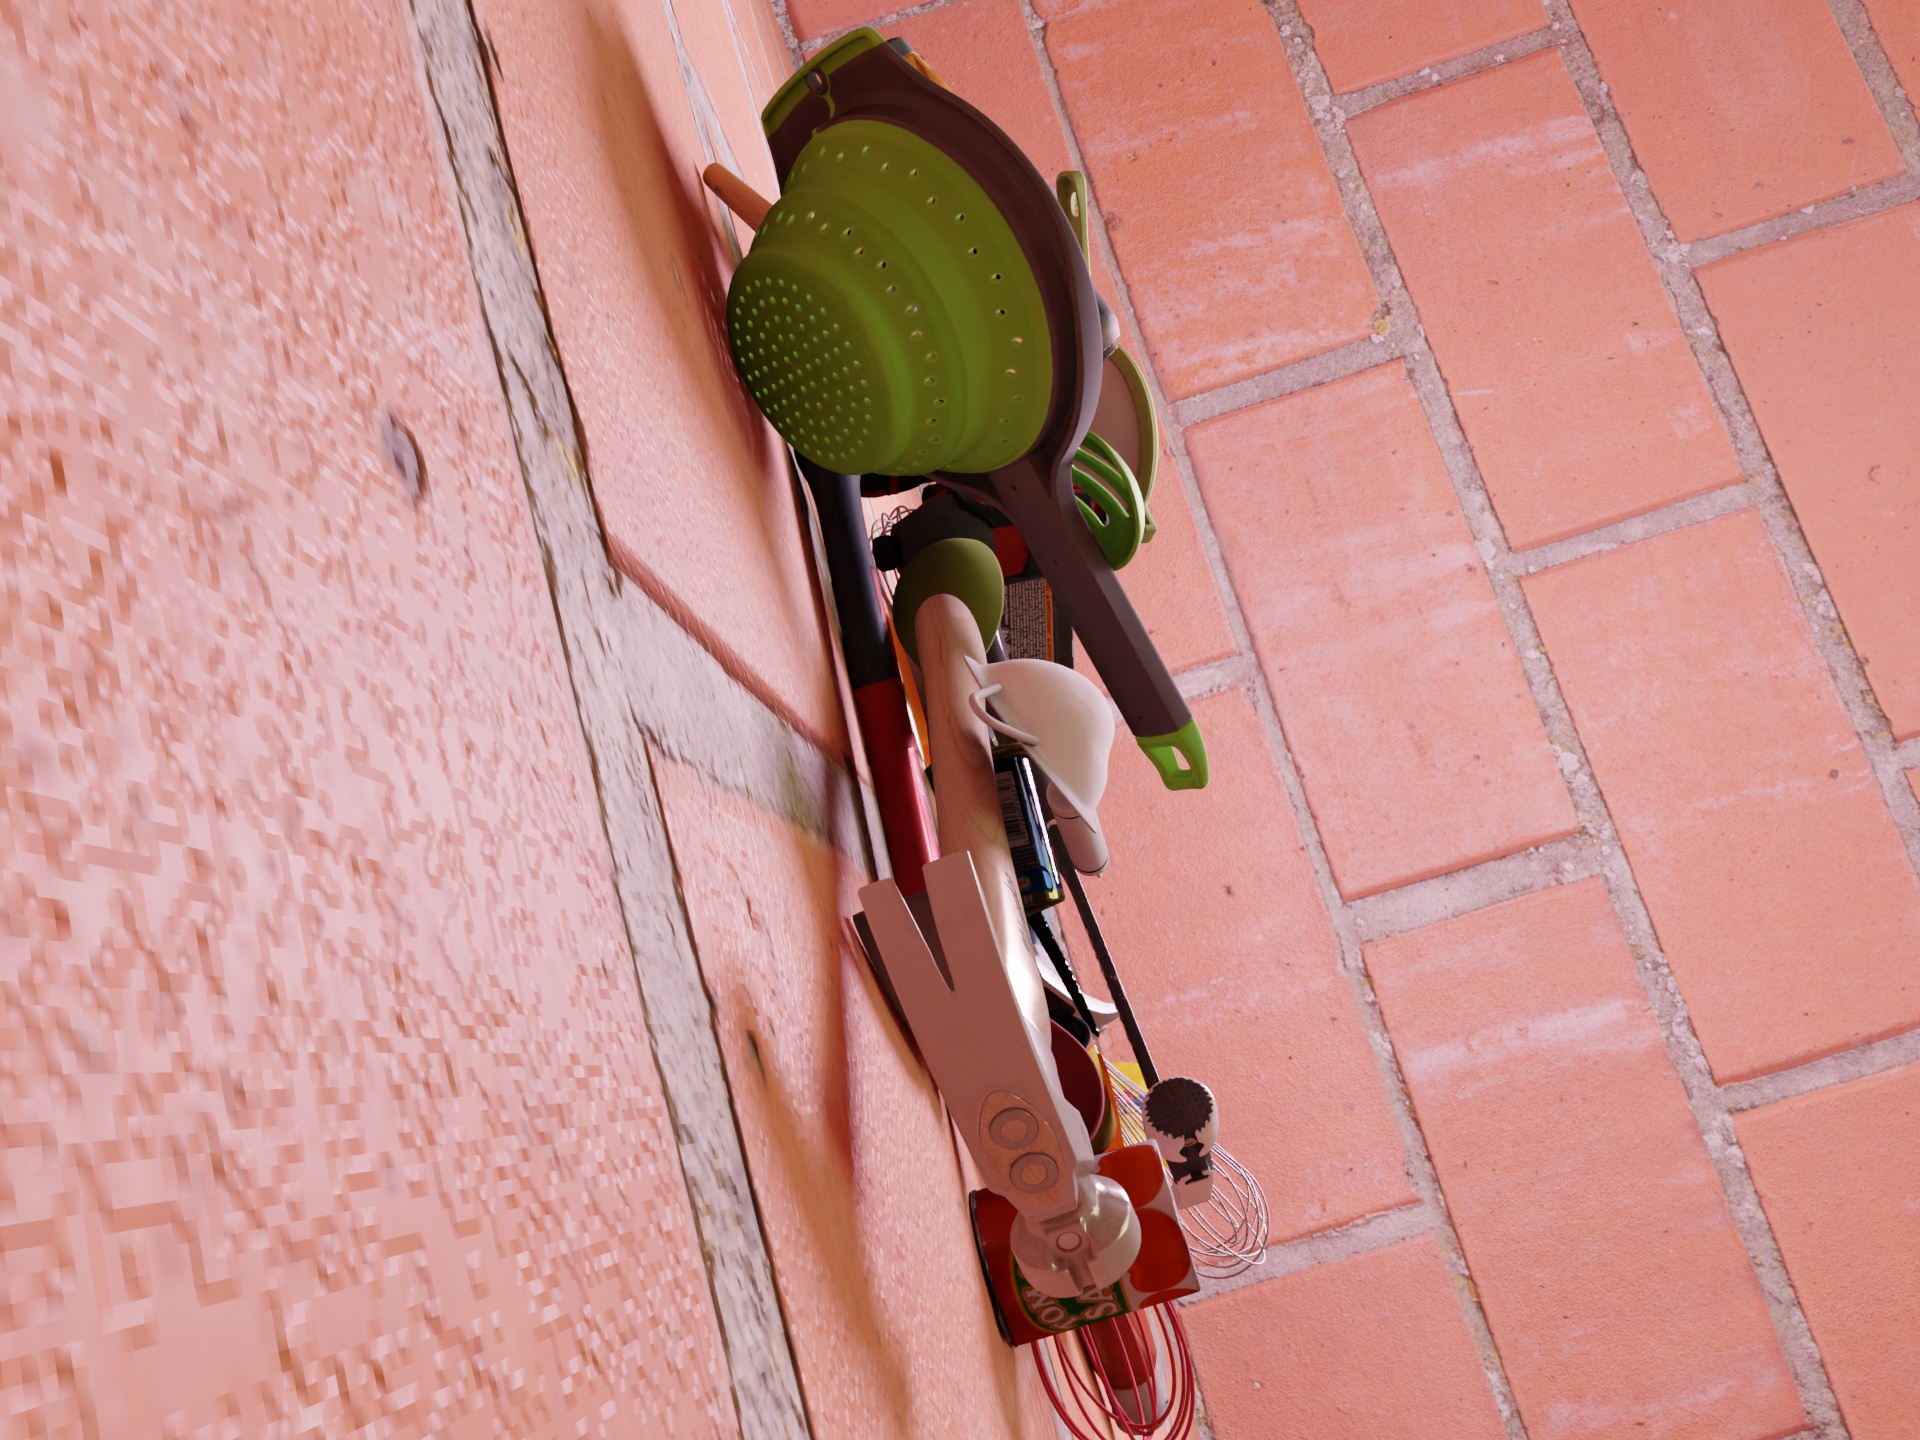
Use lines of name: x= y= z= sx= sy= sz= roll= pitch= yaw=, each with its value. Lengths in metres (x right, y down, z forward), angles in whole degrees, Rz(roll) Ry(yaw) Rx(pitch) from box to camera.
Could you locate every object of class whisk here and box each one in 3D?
whisk: x=0.035 y=0.204 z=0.754 sx=0.073 sy=0.073 sz=0.296 roll=64 pitch=5 yaw=-74
whisk: x=0.092 y=0.231 z=1.001 sx=0.285 sy=0.070 sz=0.070 roll=46 pitch=-14 yaw=36
whisk: x=-0.032 y=-0.064 z=1.162 sx=0.055 sy=0.055 sz=0.239 roll=69 pitch=8 yaw=-56

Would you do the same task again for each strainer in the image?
strainer: x=0.047 y=0.027 z=0.685 sx=0.087 sy=0.050 sz=0.258 roll=55 pitch=-4 yaw=23
strainer: x=0.062 y=-0.242 z=1.089 sx=0.152 sy=0.069 sz=0.256 roll=16 pitch=-67 yaw=56

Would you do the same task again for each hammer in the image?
hammer: x=0.000 y=0.025 z=0.622 sx=0.411 sy=0.038 sz=0.146 roll=-99 pitch=168 yaw=-66
hammer: x=-0.043 y=-0.023 z=0.750 sx=0.143 sy=0.038 sz=0.387 roll=67 pitch=6 yaw=-50
hammer: x=0.045 y=0.114 z=1.077 sx=0.128 sy=0.033 sz=0.331 roll=41 pitch=12 yaw=-13
hammer: x=0.066 y=0.090 z=0.923 sx=0.149 sy=0.036 sz=0.409 roll=75 pitch=-4 yaw=-51

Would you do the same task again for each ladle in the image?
ladle: x=-0.002 y=-0.003 z=0.991 sx=0.320 sy=0.062 sz=0.078 roll=85 pitch=-8 yaw=-61
ladle: x=-0.009 y=0.072 z=0.768 sx=0.031 sy=0.069 sz=0.316 roll=98 pitch=-25 yaw=-53

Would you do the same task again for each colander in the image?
colander: x=-0.001 y=-0.113 z=0.756 sx=0.204 sy=0.094 sz=0.397 roll=-9 pitch=-64 yaw=56

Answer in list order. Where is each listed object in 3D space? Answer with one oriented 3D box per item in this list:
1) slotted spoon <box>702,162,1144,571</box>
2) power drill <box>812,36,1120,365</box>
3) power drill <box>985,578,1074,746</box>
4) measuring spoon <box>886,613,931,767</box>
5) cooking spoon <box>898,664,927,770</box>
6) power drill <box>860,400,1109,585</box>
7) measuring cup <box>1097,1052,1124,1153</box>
slotted spoon: x=-0.020 y=-0.191 z=0.819 sx=0.314 sy=0.031 sz=0.070 roll=42 pitch=-37 yaw=11
power drill: x=-0.015 y=-0.236 z=0.864 sx=0.185 sy=0.084 sz=0.226 roll=48 pitch=-20 yaw=-6
power drill: x=0.021 y=-0.067 z=1.196 sx=0.228 sy=0.080 sz=0.190 roll=142 pitch=-52 yaw=-78
measuring spoon: x=-0.040 y=-0.022 z=1.085 sx=0.021 sy=0.011 sz=0.117 roll=-17 pitch=87 yaw=-56
cooking spoon: x=-0.056 y=-0.068 z=0.955 sx=0.068 sy=0.017 sz=0.319 roll=99 pitch=-25 yaw=-77
power drill: x=-0.010 y=-0.151 z=1.010 sx=0.220 sy=0.143 sz=0.078 roll=-124 pitch=-153 yaw=-52
measuring cup: x=0.068 y=0.255 z=0.904 sx=0.095 sy=0.052 sz=0.173 roll=-116 pitch=-168 yaw=-52
